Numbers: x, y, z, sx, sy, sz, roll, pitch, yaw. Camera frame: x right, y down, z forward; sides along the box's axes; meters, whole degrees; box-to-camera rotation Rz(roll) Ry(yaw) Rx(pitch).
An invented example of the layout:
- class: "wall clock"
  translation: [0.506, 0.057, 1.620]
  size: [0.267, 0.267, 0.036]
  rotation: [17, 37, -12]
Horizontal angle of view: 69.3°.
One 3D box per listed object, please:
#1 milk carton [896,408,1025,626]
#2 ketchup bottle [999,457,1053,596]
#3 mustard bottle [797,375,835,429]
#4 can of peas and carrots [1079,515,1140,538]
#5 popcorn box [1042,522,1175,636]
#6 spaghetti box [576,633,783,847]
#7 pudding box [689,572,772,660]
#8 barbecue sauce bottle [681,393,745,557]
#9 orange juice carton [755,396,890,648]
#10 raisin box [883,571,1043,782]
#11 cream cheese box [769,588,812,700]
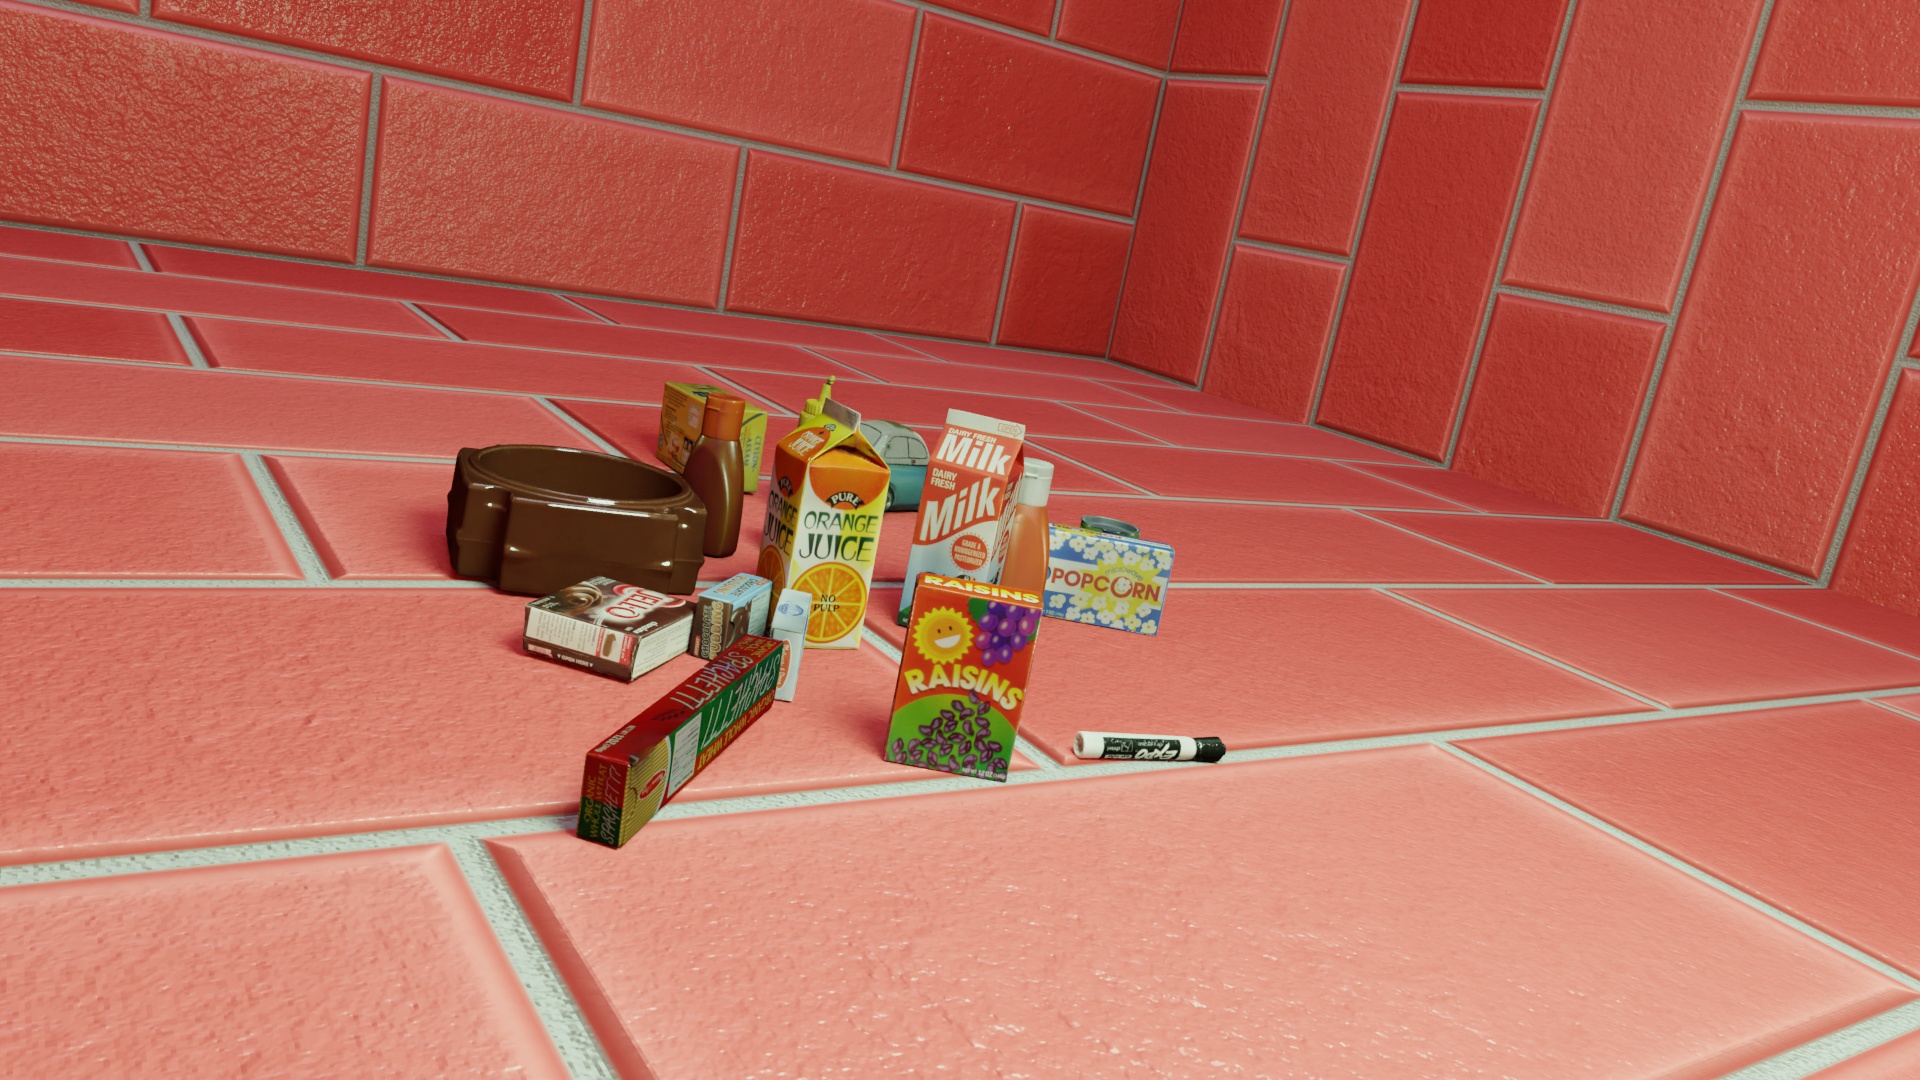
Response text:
- class: "milk carton"
  translation: [0.004, -0.015, 1.205]
  size: [0.072, 0.190, 0.073]
  rotation: [14, 13, 11]
- class: "ketchup bottle"
  translation: [0.054, 0.000, 1.274]
  size: [0.065, 0.148, 0.043]
  rotation: [12, 13, 2]
- class: "mustard bottle"
  translation: [-0.155, -0.100, 1.492]
  size: [0.049, 0.159, 0.065]
  rotation: [10, 13, -5]
- class: "can of peas and carrots"
  translation: [0.158, 0.010, 1.507]
  size: [0.071, 0.058, 0.071]
  rotation: [10, 13, -2]
- class: "popcorn box"
  translation: [0.133, 0.036, 1.324]
  size: [0.127, 0.085, 0.038]
  rotation: [10, 13, -3]
- class: "spaghetti box"
  translation: [-0.163, 0.113, 0.847]
  size: [0.029, 0.050, 0.251]
  rotation: [13, 14, 9]
- class: "pudding box"
  translation: [-0.175, 0.058, 1.064]
  size: [0.030, 0.049, 0.084]
  rotation: [14, 14, 11]
- class: "barbecue sauce bottle"
  translation: [-0.230, -0.062, 1.301]
  size: [0.065, 0.148, 0.044]
  rotation: [17, 14, 23]
- class: "orange juice carton"
  translation: [-0.110, -0.015, 1.109]
  size: [0.073, 0.192, 0.072]
  rotation: [4, 15, -29]
- class: "raisin box"
  translation: [0.002, 0.089, 0.918]
  size: [0.086, 0.123, 0.040]
  rotation: [11, 13, -2]
- class: "cream cheese box"
  translation: [-0.128, 0.075, 1.022]
  size: [0.024, 0.053, 0.104]
  rotation: [10, 13, -5]
